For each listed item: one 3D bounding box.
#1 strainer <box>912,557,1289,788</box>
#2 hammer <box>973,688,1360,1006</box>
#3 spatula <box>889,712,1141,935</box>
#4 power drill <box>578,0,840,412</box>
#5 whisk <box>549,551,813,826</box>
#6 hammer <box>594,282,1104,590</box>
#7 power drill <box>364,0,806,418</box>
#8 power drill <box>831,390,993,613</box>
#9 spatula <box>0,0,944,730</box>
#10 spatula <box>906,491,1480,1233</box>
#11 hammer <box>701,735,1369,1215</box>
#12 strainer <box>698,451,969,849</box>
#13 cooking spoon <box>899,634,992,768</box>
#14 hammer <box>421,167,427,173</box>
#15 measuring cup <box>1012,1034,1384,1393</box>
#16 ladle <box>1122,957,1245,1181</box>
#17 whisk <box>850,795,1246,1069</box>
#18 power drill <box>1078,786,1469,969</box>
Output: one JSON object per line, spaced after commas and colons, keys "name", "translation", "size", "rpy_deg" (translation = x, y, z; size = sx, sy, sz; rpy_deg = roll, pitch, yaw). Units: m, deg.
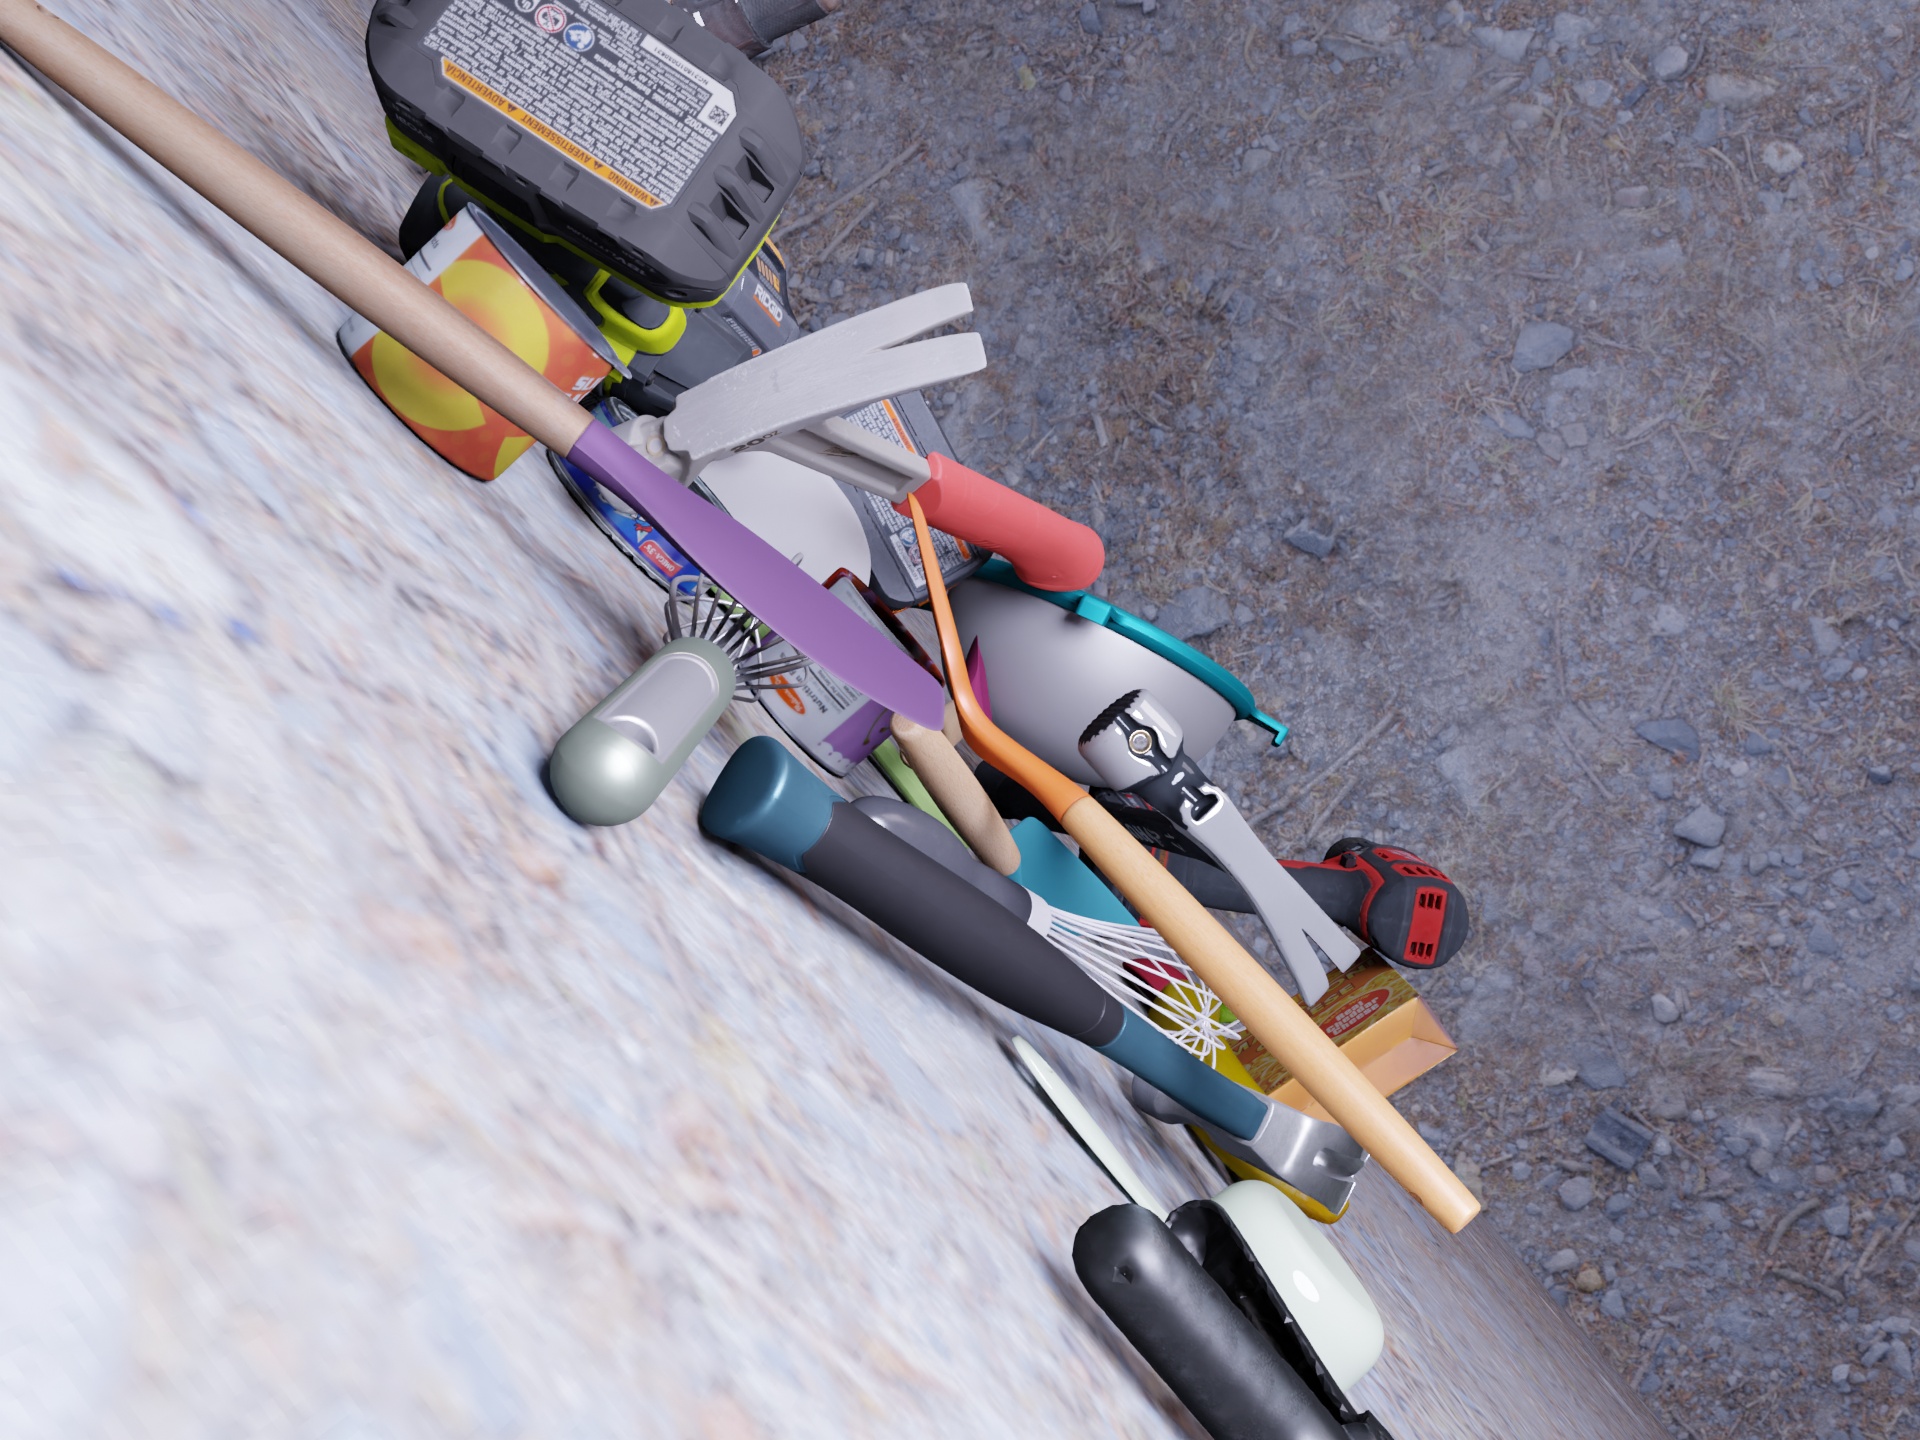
{"name": "strainer", "translation": [0.028, -0.028, 1.027], "size": [0.210, 0.095, 0.341], "rpy_deg": [29, -7, -39]}
{"name": "hammer", "translation": [0.069, 0.049, 0.800], "size": [0.149, 0.036, 0.409], "rpy_deg": [48, -8, -8]}
{"name": "spatula", "translation": [0.020, 0.043, 0.662], "size": [0.082, 0.044, 0.317], "rpy_deg": [46, -4, 21]}
{"name": "power drill", "translation": [-0.133, -0.276, 0.777], "size": [0.084, 0.185, 0.226], "rpy_deg": [40, 38, -62]}
{"name": "whisk", "translation": [-0.075, -0.014, 0.459], "size": [0.058, 0.059, 0.246], "rpy_deg": [36, 11, -7]}
{"name": "hammer", "translation": [0.003, -0.100, 0.690], "size": [0.359, 0.149, 0.037], "rpy_deg": [7, 68, -67]}
{"name": "power drill", "translation": [-0.132, -0.180, 0.595], "size": [0.171, 0.080, 0.223], "rpy_deg": [32, -11, -7]}
{"name": "power drill", "translation": [-0.069, -0.138, 0.925], "size": [0.164, 0.084, 0.226], "rpy_deg": [61, -12, -10]}
{"name": "spatula", "translation": [-0.128, -0.094, 0.443], "size": [0.315, 0.018, 0.060], "rpy_deg": [37, 18, -12]}
{"name": "spatula", "translation": [0.063, 0.043, 0.559], "size": [0.323, 0.041, 0.081], "rpy_deg": [47, -16, 29]}
{"name": "hammer", "translation": [0.035, 0.093, 0.528], "size": [0.128, 0.033, 0.330], "rpy_deg": [18, -16, 47]}
{"name": "strainer", "translation": [-0.057, -0.054, 0.759], "size": [0.256, 0.069, 0.151], "rpy_deg": [52, 5, 9]}
{"name": "cooking spoon", "translation": [-0.001, -0.002, 0.759], "size": [0.319, 0.017, 0.069], "rpy_deg": [-44, 126, -83]}
{"name": "hammer", "translation": [-0.203, -0.236, 0.986], "size": [0.146, 0.035, 0.334], "rpy_deg": [32, -13, 47]}
{"name": "measuring cup", "translation": [0.083, 0.160, 0.541], "size": [0.167, 0.038, 0.083], "rpy_deg": [50, 5, -7]}
{"name": "ladle", "translation": [0.132, 0.193, 0.816], "size": [0.069, 0.031, 0.315], "rpy_deg": [46, 7, -13]}
{"name": "whisk", "translation": [0.039, 0.090, 0.644], "size": [0.284, 0.070, 0.070], "rpy_deg": [36, 13, -47]}
{"name": "power drill", "translation": [0.190, 0.096, 1.010], "size": [0.226, 0.080, 0.188], "rpy_deg": [8, 6, -1]}
